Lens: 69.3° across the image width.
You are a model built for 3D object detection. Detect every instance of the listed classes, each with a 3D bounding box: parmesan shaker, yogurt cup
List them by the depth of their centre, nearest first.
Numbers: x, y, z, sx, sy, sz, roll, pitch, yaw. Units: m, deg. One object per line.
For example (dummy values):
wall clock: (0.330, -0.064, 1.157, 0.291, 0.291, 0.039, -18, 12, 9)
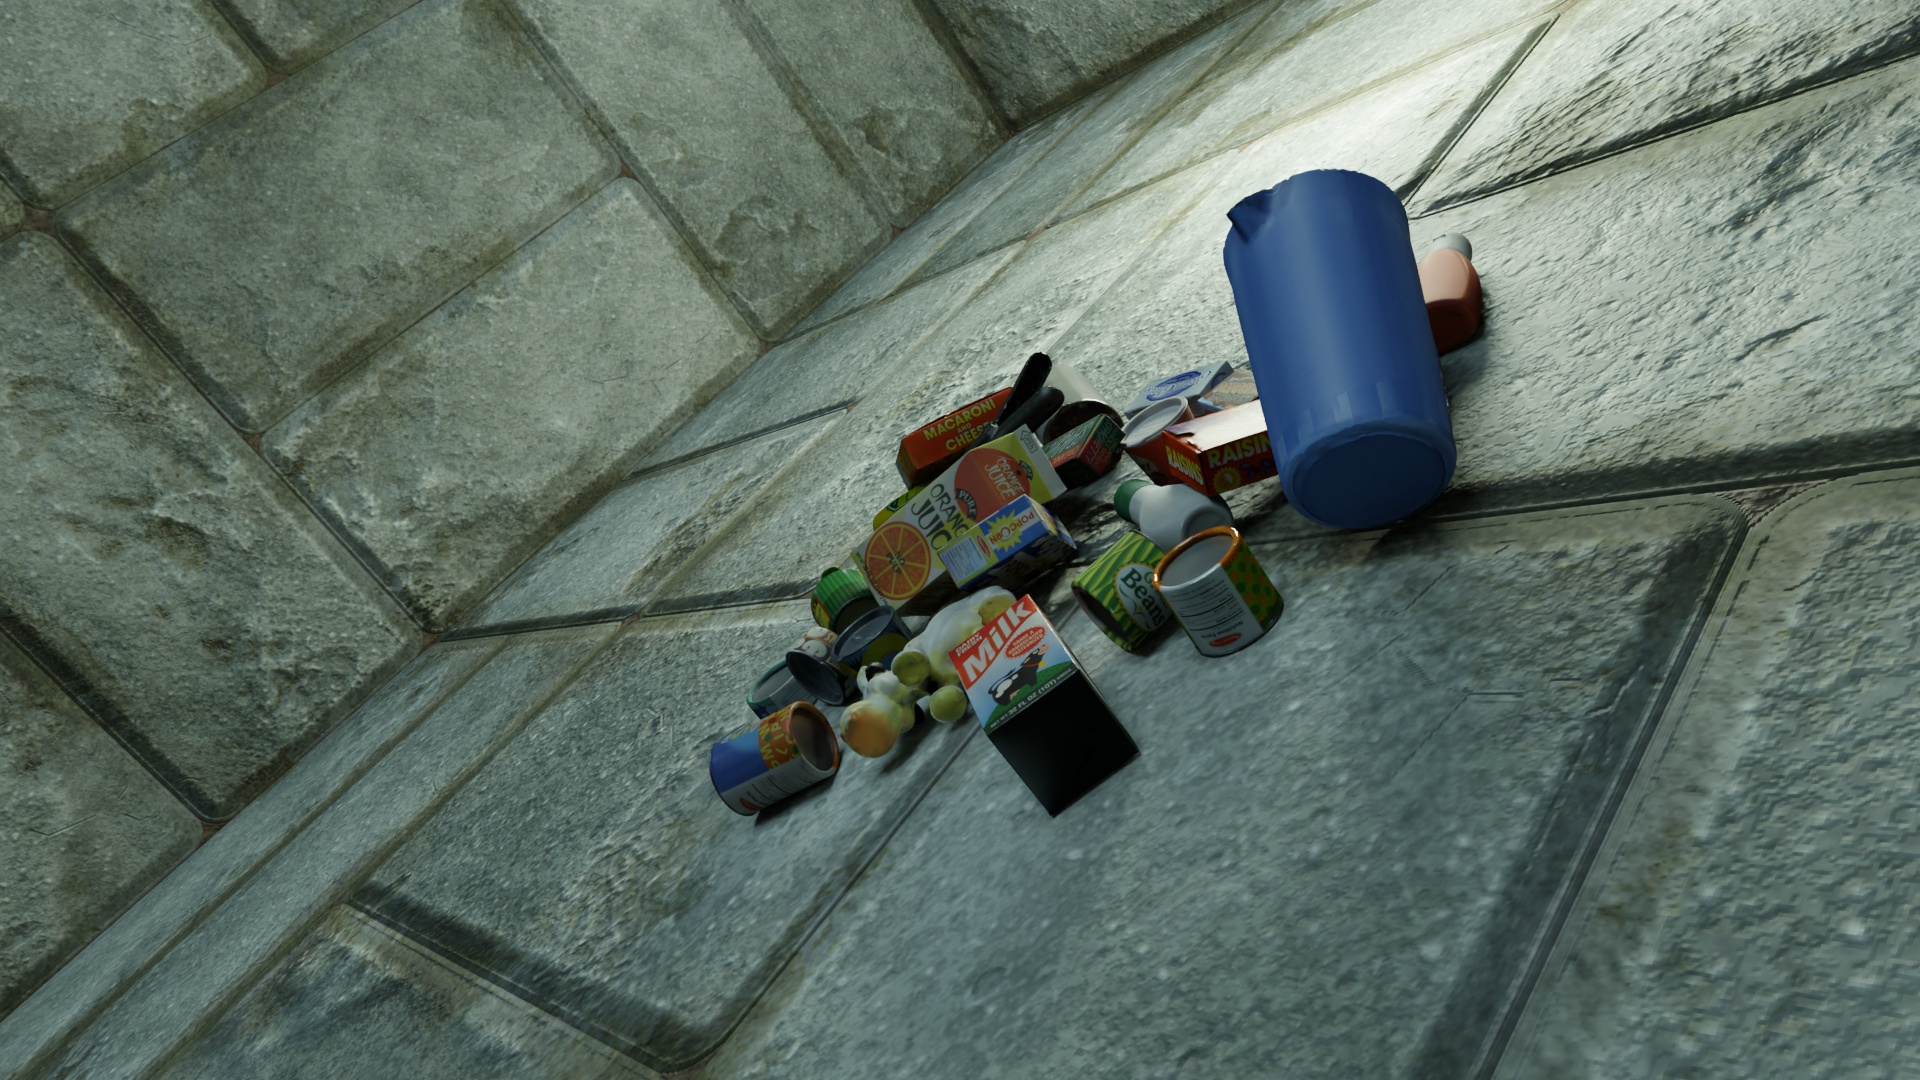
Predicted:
yogurt cup: (0.174, -0.082, 1.175, 0.072, 0.054, 0.073, -32, 19, 13)
parmesan shaker: (-0.098, 0.067, 1.274, 0.071, 0.071, 0.103, -38, 19, -5)

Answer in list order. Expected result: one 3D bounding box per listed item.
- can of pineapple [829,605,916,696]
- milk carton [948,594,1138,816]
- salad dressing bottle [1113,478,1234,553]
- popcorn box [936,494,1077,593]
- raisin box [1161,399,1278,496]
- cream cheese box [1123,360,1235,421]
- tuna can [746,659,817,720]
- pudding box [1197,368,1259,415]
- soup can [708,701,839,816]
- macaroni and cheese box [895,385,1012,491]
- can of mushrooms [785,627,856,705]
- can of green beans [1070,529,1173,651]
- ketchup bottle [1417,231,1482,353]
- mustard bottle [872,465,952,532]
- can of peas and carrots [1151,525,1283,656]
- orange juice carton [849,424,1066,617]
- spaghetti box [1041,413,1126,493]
can of pineapple: (-0.068, 0.098, 1.168, 0.071, 0.057, 0.071, -33, 19, 13)
milk carton: (0.048, 0.099, 0.937, 0.072, 0.073, 0.191, -36, 18, 2)
salad dressing bottle: (0.160, -0.020, 1.071, 0.064, 0.044, 0.148, -34, 17, -5)
popcorn box: (0.040, 0.008, 1.130, 0.085, 0.038, 0.126, -33, -14, 9)
raisin box: (0.223, -0.076, 1.037, 0.123, 0.040, 0.086, -18, 18, -6)
cream cheese box: (0.205, -0.134, 1.295, 0.103, 0.024, 0.053, -9, 34, 54)
tuna can: (-0.163, 0.139, 1.277, 0.071, 0.032, 0.071, -32, 19, 13)
pudding box: (0.241, -0.116, 1.176, 0.049, 0.030, 0.084, -38, 18, -1)
soup can: (-0.150, 0.173, 1.117, 0.083, 0.071, 0.072, -29, 20, 21)
macaroni and cheese box: (-0.004, -0.103, 1.443, 0.124, 0.040, 0.166, -26, -3, -7)
can of mushrooms: (-0.116, 0.109, 1.213, 0.071, 0.071, 0.033, -11, 30, 53)
can of green beans: (0.120, 0.036, 0.973, 0.058, 0.071, 0.071, -41, 19, -10)
ketchup bottle: (0.384, -0.201, 1.107, 0.064, 0.043, 0.149, -22, 23, 35)
mustard bottle: (-0.015, -0.045, 1.432, 0.160, 0.048, 0.065, -32, 16, 11)
can of peas and carrots: (0.168, 0.031, 0.910, 0.071, 0.058, 0.071, -32, 19, 13)
orange juice carton: (0.004, -0.015, 1.204, 0.192, 0.072, 0.073, -39, -20, 23)
spaghetti box: (0.071, -0.058, 1.251, 0.050, 0.028, 0.249, -57, 13, -21)
